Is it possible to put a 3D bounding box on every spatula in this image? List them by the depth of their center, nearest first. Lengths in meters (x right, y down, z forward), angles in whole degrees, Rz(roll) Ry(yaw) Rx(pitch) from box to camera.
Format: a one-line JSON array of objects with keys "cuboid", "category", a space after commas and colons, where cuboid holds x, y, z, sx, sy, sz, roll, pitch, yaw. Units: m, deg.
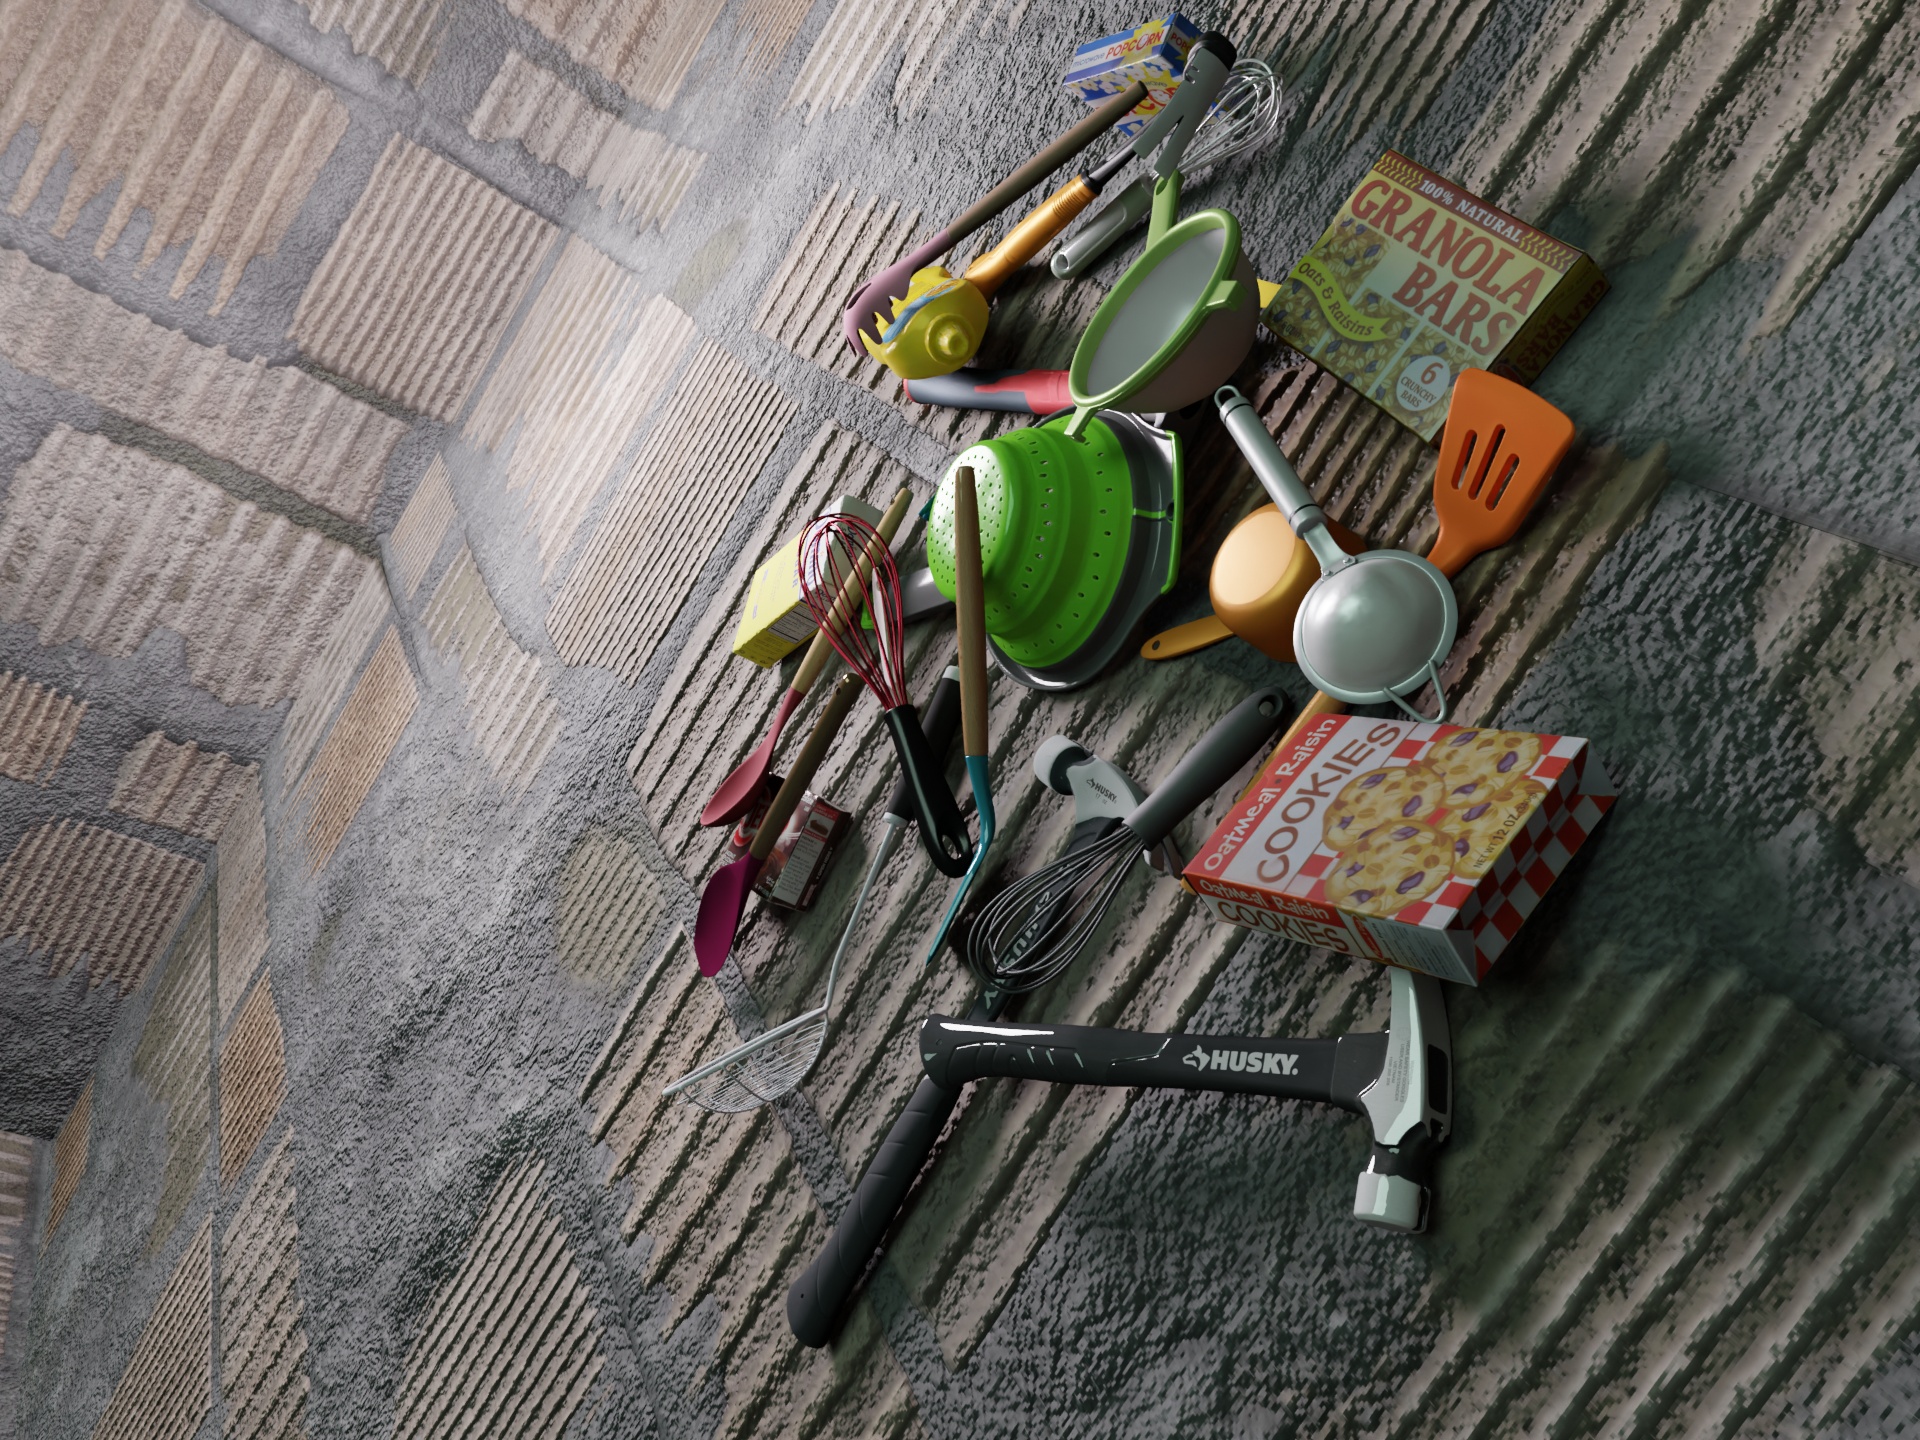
[{"cuboid": [0.212, -0.035, 0.861, 0.322, 0.041, 0.081, -56, 45, 14], "category": "spatula"}, {"cuboid": [-0.002, -0.003, 1.023, 0.082, 0.044, 0.317, -33, -59, -80], "category": "spatula"}]

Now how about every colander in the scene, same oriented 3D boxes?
[{"cuboid": [-0.002, -0.117, 1.142, 0.397, 0.094, 0.204, -12, 72, 57], "category": "colander"}]

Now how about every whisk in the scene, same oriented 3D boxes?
[{"cuboid": [0.098, 0.062, 0.892, 0.239, 0.055, 0.055, -43, 31, -9], "category": "whisk"}, {"cuboid": [-0.051, -0.023, 1.132, 0.073, 0.073, 0.296, -37, 65, 35], "category": "whisk"}, {"cuboid": [0.151, -0.413, 1.214, 0.246, 0.059, 0.058, -33, 83, 45], "category": "whisk"}]

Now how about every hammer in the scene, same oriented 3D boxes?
[{"cuboid": [0.101, 0.174, 0.840, 0.335, 0.035, 0.146, -8, 61, 45], "category": "hammer"}, {"cuboid": [0.003, 0.211, 0.987, 0.409, 0.036, 0.149, -61, 33, 5], "category": "hammer"}, {"cuboid": [0.054, -0.241, 1.235, 0.387, 0.038, 0.143, 21, 87, 57], "category": "hammer"}, {"cuboid": [0.087, -0.404, 1.246, 0.337, 0.034, 0.127, -21, 37, 61], "category": "hammer"}]

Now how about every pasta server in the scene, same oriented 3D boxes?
[{"cuboid": [0.019, -0.384, 1.227, 0.316, 0.040, 0.060, -29, 33, 31], "category": "pasta server"}]

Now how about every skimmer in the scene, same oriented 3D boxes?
[{"cuboid": [-0.097, 0.116, 1.142, 0.127, 0.090, 0.363, 119, 174, -80], "category": "skimmer"}]

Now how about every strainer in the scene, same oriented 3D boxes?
[{"cuboid": [0.190, -0.102, 0.862, 0.087, 0.050, 0.259, -35, 50, 16], "category": "strainer"}, {"cuboid": [0.149, -0.283, 1.052, 0.151, 0.069, 0.257, -37, 28, 38], "category": "strainer"}]

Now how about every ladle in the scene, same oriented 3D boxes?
[{"cuboid": [-0.119, -0.047, 1.279, 0.315, 0.031, 0.069, -61, 22, 2], "category": "ladle"}]

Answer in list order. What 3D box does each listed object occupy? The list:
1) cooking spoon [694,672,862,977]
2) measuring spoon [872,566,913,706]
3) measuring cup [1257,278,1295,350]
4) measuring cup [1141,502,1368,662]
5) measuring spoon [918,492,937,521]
[{"cuboid": [-0.142, 0.082, 1.192, 0.318, 0.017, 0.069, -59, 41, 35], "category": "cooking spoon"}, {"cuboid": [-0.051, -0.057, 1.214, 0.034, 0.018, 0.124, -155, 55, -66], "category": "measuring spoon"}, {"cuboid": [0.210, -0.274, 1.050, 0.062, 0.029, 0.157, -60, 30, 5], "category": "measuring cup"}, {"cuboid": [0.159, -0.073, 0.951, 0.173, 0.052, 0.095, -20, 52, 45], "category": "measuring cup"}, {"cuboid": [-0.014, -0.165, 1.243, 0.042, 0.021, 0.128, -48, 3, 12], "category": "measuring spoon"}]
